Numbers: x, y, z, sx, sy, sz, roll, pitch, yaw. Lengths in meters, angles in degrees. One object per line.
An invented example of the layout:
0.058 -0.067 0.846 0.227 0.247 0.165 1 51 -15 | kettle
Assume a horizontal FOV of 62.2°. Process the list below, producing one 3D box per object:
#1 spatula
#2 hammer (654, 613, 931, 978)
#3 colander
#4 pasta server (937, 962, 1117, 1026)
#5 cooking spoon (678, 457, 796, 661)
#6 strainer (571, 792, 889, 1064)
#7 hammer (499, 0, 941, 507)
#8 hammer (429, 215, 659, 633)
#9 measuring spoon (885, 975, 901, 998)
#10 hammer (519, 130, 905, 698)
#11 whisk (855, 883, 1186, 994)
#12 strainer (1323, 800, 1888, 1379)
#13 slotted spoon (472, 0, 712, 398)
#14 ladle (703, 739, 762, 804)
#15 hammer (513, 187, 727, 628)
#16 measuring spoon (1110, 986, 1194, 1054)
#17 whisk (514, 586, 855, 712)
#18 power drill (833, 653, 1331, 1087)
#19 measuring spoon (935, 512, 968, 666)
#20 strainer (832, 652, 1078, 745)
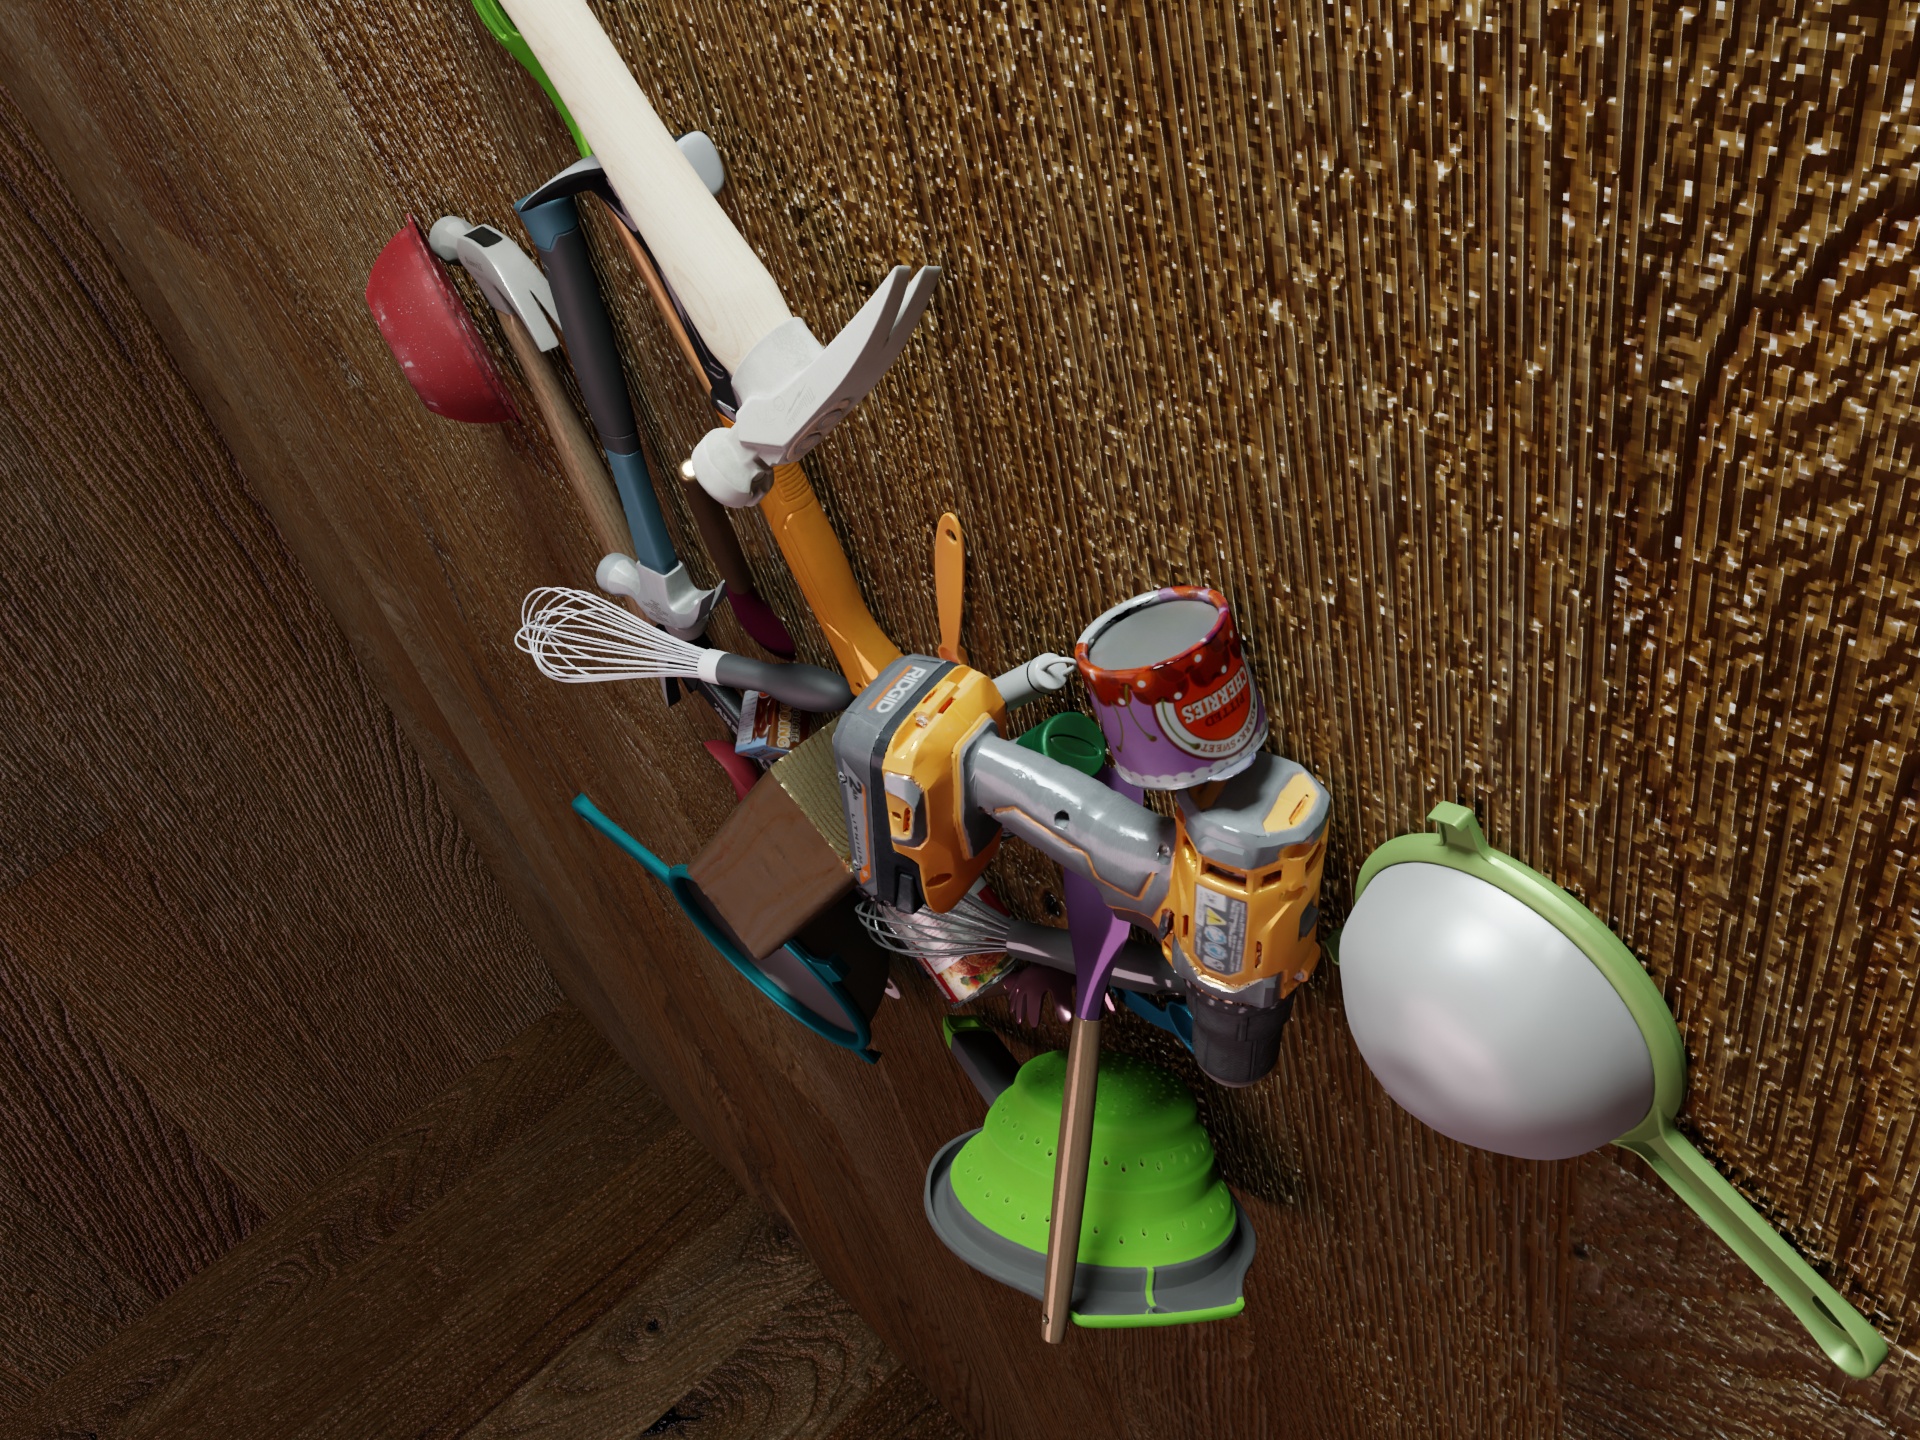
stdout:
0.063 0.179 0.835 0.060 0.018 0.316 18 106 54 | spatula
-0.120 0.059 1.206 0.335 0.035 0.146 50 157 6 | hammer
0.060 0.244 1.045 0.397 0.204 0.094 -142 56 -69 | colander
0.030 0.189 1.095 0.316 0.060 0.040 144 120 -71 | pasta server
-0.136 -0.090 0.952 0.069 0.017 0.318 45 170 9 | cooking spoon
-0.177 0.131 1.310 0.341 0.095 0.210 33 157 24 | strainer
-0.165 -0.302 0.718 0.146 0.038 0.411 -40 80 35 | hammer
-0.274 -0.194 1.137 0.130 0.031 0.331 32 151 42 | hammer
-0.090 0.191 1.372 0.124 0.018 0.034 50 136 -9 | measuring spoon
-0.113 -0.147 0.863 0.127 0.034 0.336 7 134 41 | hammer
0.033 0.126 0.930 0.239 0.055 0.055 8 134 36 | whisk
0.233 0.160 0.611 0.256 0.069 0.151 47 157 18 | strainer
-0.178 -0.271 0.842 0.070 0.031 0.313 13 137 54 | slotted spoon
-0.184 0.102 1.407 0.069 0.031 0.315 46 159 23 | ladle
-0.222 -0.189 1.022 0.128 0.033 0.330 27 145 30 | hammer
0.121 0.165 0.921 0.042 0.021 0.129 63 165 -13 | measuring spoon
-0.193 -0.043 1.085 0.285 0.070 0.070 12 139 27 | whisk
0.059 0.075 0.747 0.226 0.084 0.185 18 136 26 | power drill
-0.002 -0.066 0.826 0.021 0.011 0.116 41 151 28 | measuring spoon
-0.001 -0.003 0.874 0.086 0.050 0.258 21 160 -21 | strainer
